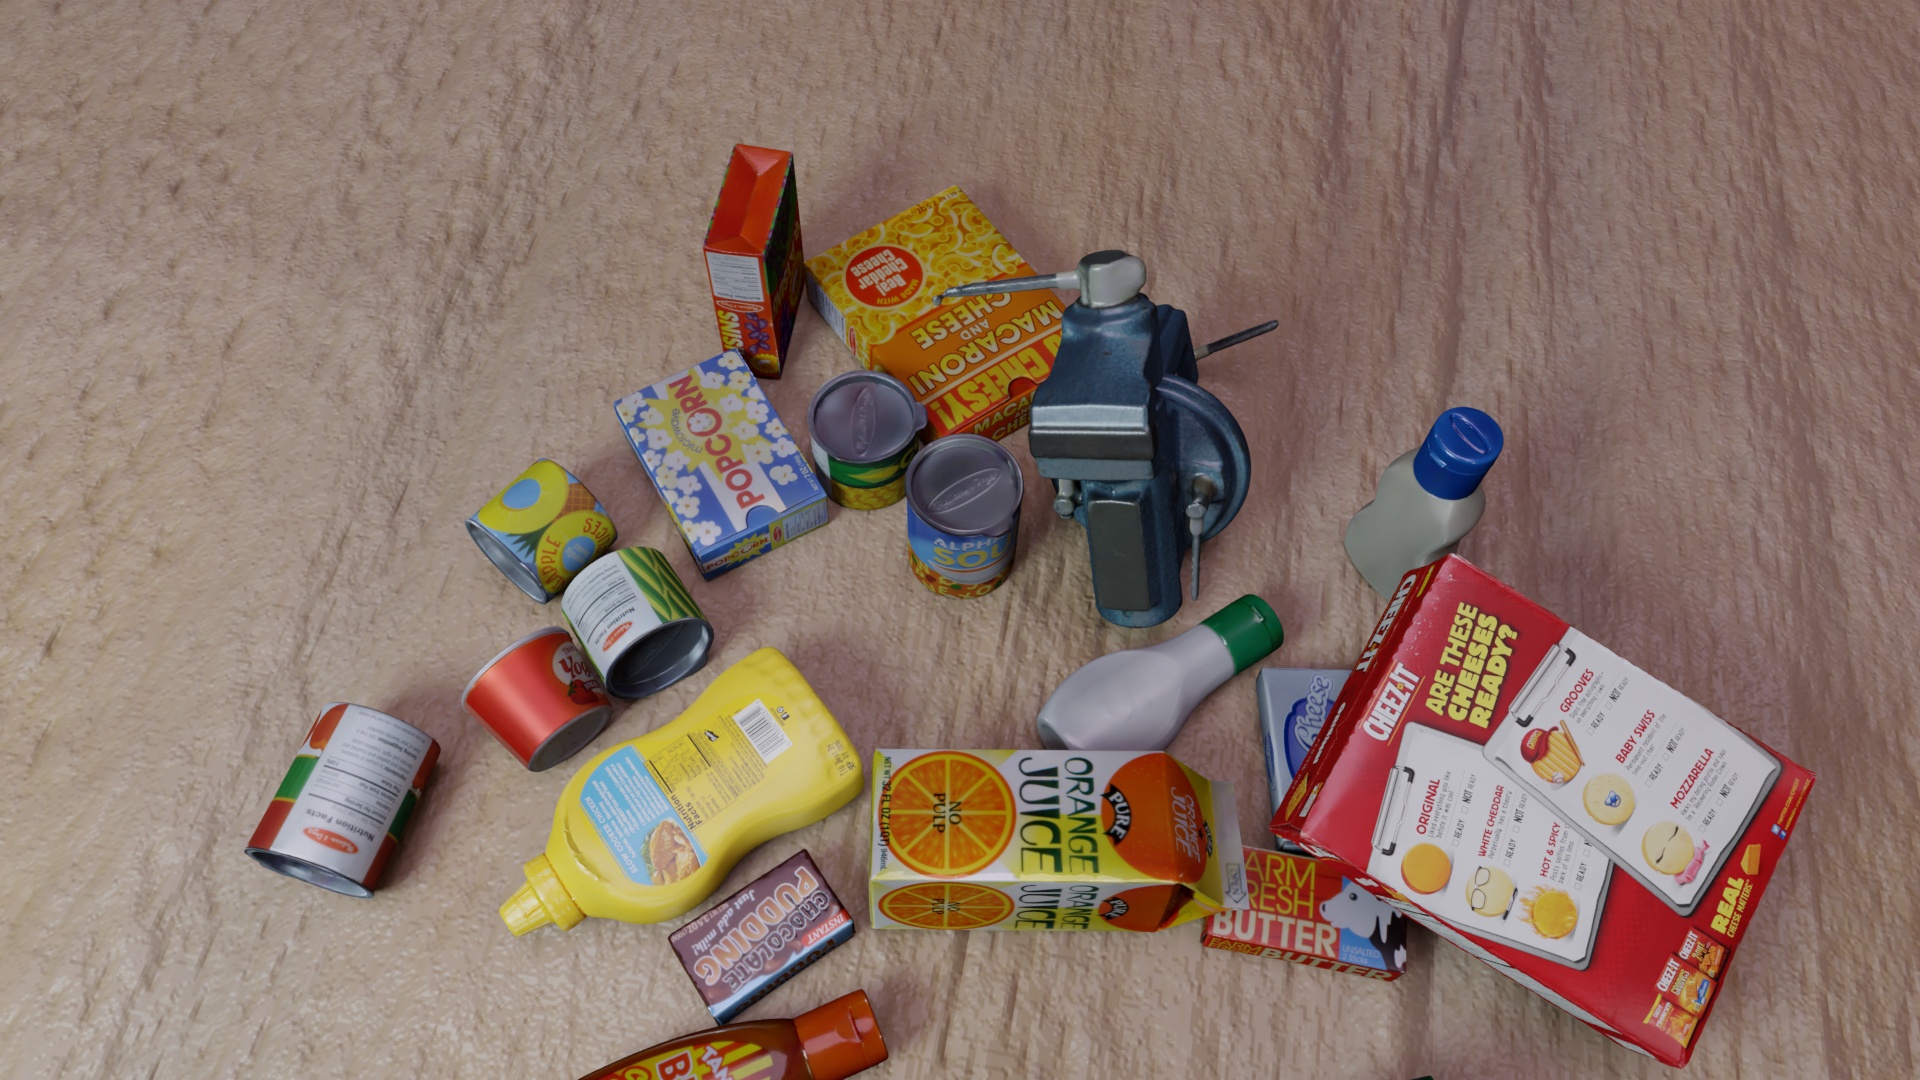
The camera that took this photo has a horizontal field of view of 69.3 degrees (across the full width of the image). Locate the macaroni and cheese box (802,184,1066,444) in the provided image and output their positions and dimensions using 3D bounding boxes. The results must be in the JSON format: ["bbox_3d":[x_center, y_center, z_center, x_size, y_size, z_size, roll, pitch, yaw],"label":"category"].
[{"bbox_3d":[-0.007,-0.142,0.903,0.124,0.040,0.167,-31,66,-16],"label":"macaroni and cheese box"}]

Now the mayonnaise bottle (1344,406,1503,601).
[{"bbox_3d":[0.261,-0.019,0.779,0.041,0.147,0.065,-29,66,-16],"label":"mayonnaise bottle"}]

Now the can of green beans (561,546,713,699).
[{"bbox_3d":[-0.181,0.046,0.778,0.071,0.071,0.058,-30,63,-17],"label":"can of green beans"}]

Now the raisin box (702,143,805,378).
[{"bbox_3d":[-0.127,-0.171,0.869,0.040,0.122,0.086,7,61,2],"label":"raisin box"}]

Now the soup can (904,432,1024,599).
[{"bbox_3d":[0.003,-0.010,0.804,0.071,0.083,0.071,0,61,-1],"label":"soup can"}]

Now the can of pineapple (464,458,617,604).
[{"bbox_3d":[-0.241,-0.005,0.805,0.071,0.070,0.058,36,66,17],"label":"can of pineapple"}]

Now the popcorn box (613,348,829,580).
[{"bbox_3d":[-0.146,-0.048,0.848,0.085,0.038,0.127,-26,64,-16],"label":"popcorn box"}]

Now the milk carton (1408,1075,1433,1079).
[{"bbox_3d":[0.206,0.341,0.594,0.072,0.073,0.191,-14,72,-44],"label":"milk carton"}]

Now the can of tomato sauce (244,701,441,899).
[{"bbox_3d":[-0.321,0.136,0.727,0.071,0.071,0.083,14,61,6],"label":"can of tomato sauce"}]

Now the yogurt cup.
[{"bbox_3d":[-0.227,0.088,0.756,0.072,0.072,0.054,-38,76,-20],"label":"yogurt cup"}]

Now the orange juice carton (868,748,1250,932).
[{"bbox_3d":[0.050,0.155,0.717,0.193,0.072,0.072,1,55,-1],"label":"orange juice carton"}]

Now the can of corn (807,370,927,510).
[{"bbox_3d":[-0.055,-0.060,0.845,0.071,0.058,0.071,1,61,-1],"label":"can of corn"}]

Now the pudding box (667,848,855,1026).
[{"bbox_3d":[-0.101,0.203,0.713,0.084,0.030,0.050,-30,67,-17],"label":"pudding box"}]

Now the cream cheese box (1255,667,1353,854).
[{"bbox_3d":[0.197,0.121,0.769,0.053,0.024,0.104,0,61,-1],"label":"cream cheese box"}]

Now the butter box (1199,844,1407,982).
[{"bbox_3d":[0.180,0.194,0.728,0.103,0.024,0.053,10,61,4],"label":"butter box"}]

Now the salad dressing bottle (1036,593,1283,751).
[{"bbox_3d":[0.115,0.080,0.780,0.148,0.043,0.064,-29,64,-17],"label":"salad dressing bottle"}]

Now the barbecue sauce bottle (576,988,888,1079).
[{"bbox_3d":[-0.110,0.264,0.672,0.149,0.043,0.065,-20,62,-12],"label":"barbecue sauce bottle"}]
